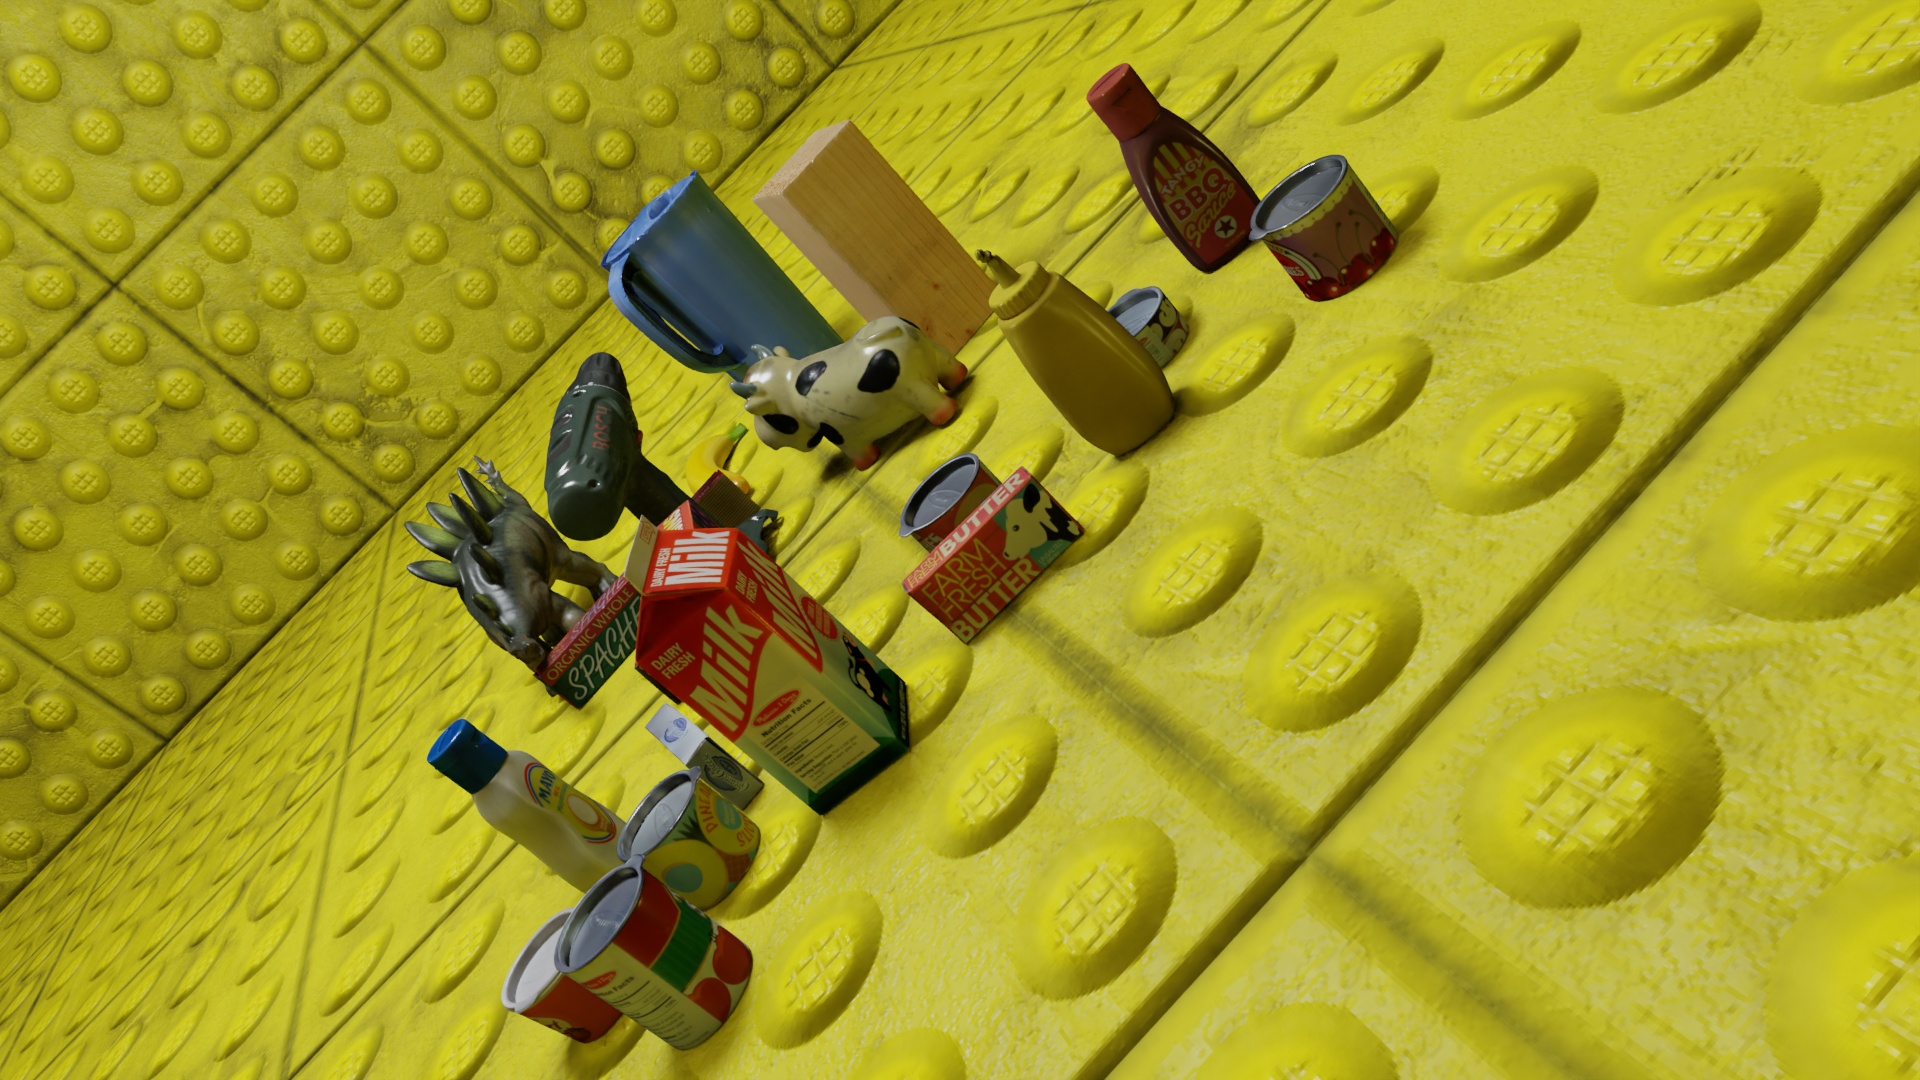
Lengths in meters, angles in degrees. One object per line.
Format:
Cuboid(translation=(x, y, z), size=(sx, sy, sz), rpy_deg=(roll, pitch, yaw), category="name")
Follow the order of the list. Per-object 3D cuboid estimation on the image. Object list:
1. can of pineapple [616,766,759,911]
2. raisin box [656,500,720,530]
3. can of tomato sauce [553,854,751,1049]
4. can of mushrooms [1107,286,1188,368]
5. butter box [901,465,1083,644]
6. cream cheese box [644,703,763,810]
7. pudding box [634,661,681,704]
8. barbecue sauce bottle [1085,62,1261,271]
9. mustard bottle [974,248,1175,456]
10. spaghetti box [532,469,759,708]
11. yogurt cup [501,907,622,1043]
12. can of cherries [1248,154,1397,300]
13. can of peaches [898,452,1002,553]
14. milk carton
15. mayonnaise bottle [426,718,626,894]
Cuboid(translation=(-0.164, 0.182, 0.847), size=(0.071, 0.057, 0.071), rpy_deg=(-36, 25, 20), category="can of pineapple")
Cuboid(translation=(-0.163, 0.034, 1.000), size=(0.040, 0.123, 0.086), rpy_deg=(-44, 24, 4), category="raisin box")
Cuboid(translation=(-0.164, 0.223, 0.750), size=(0.071, 0.083, 0.071), rpy_deg=(-36, 25, 20), category="can of tomato sauce")
Cuboid(translation=(0.119, -0.139, 0.941), size=(0.071, 0.033, 0.071), rpy_deg=(-36, 26, 20), category="can of mushrooms")
Cuboid(translation=(0.019, 0.010, 0.837), size=(0.103, 0.053, 0.024), rpy_deg=(-44, 24, 3), category="butter box")
Cuboid(translation=(-0.172, 0.143, 0.928), size=(0.024, 0.053, 0.104), rpy_deg=(-51, 25, -13), category="cream cheese box")
Cuboid(translation=(-0.233, 0.088, 1.118), size=(0.030, 0.049, 0.084), rpy_deg=(-40, 24, 12), category="pudding box")
Cuboid(translation=(0.144, -0.256, 0.946), size=(0.065, 0.148, 0.044), rpy_deg=(-40, 24, 11), category="barbecue sauce bottle")
Cuboid(translation=(0.064, -0.123, 0.846), size=(0.065, 0.160, 0.049), rpy_deg=(-36, 25, 20), category="mustard bottle")
Cuboid(translation=(-0.285, 0.044, 1.270), size=(0.250, 0.050, 0.029), rpy_deg=(-49, 24, -10), category="spaghetti box")
Cuboid(translation=(-0.230, 0.262, 0.829), size=(0.072, 0.054, 0.073), rpy_deg=(-36, 25, 20), category="yogurt cup")
Cuboid(translation=(0.215, -0.185, 0.830), size=(0.071, 0.058, 0.072), rpy_deg=(-36, 25, 20), category="can of cherries")
Cuboid(translation=(0.003, -0.011, 0.890), size=(0.071, 0.058, 0.071), rpy_deg=(-36, 25, 20), category="can of peaches")
Cuboid(translation=(-0.119, 0.064, 0.801), size=(0.073, 0.190, 0.072), rpy_deg=(-38, 25, 15), category="milk carton")
Cuboid(translation=(-0.292, 0.179, 0.944), size=(0.041, 0.148, 0.065), rpy_deg=(-40, 24, 13), category="mayonnaise bottle")
